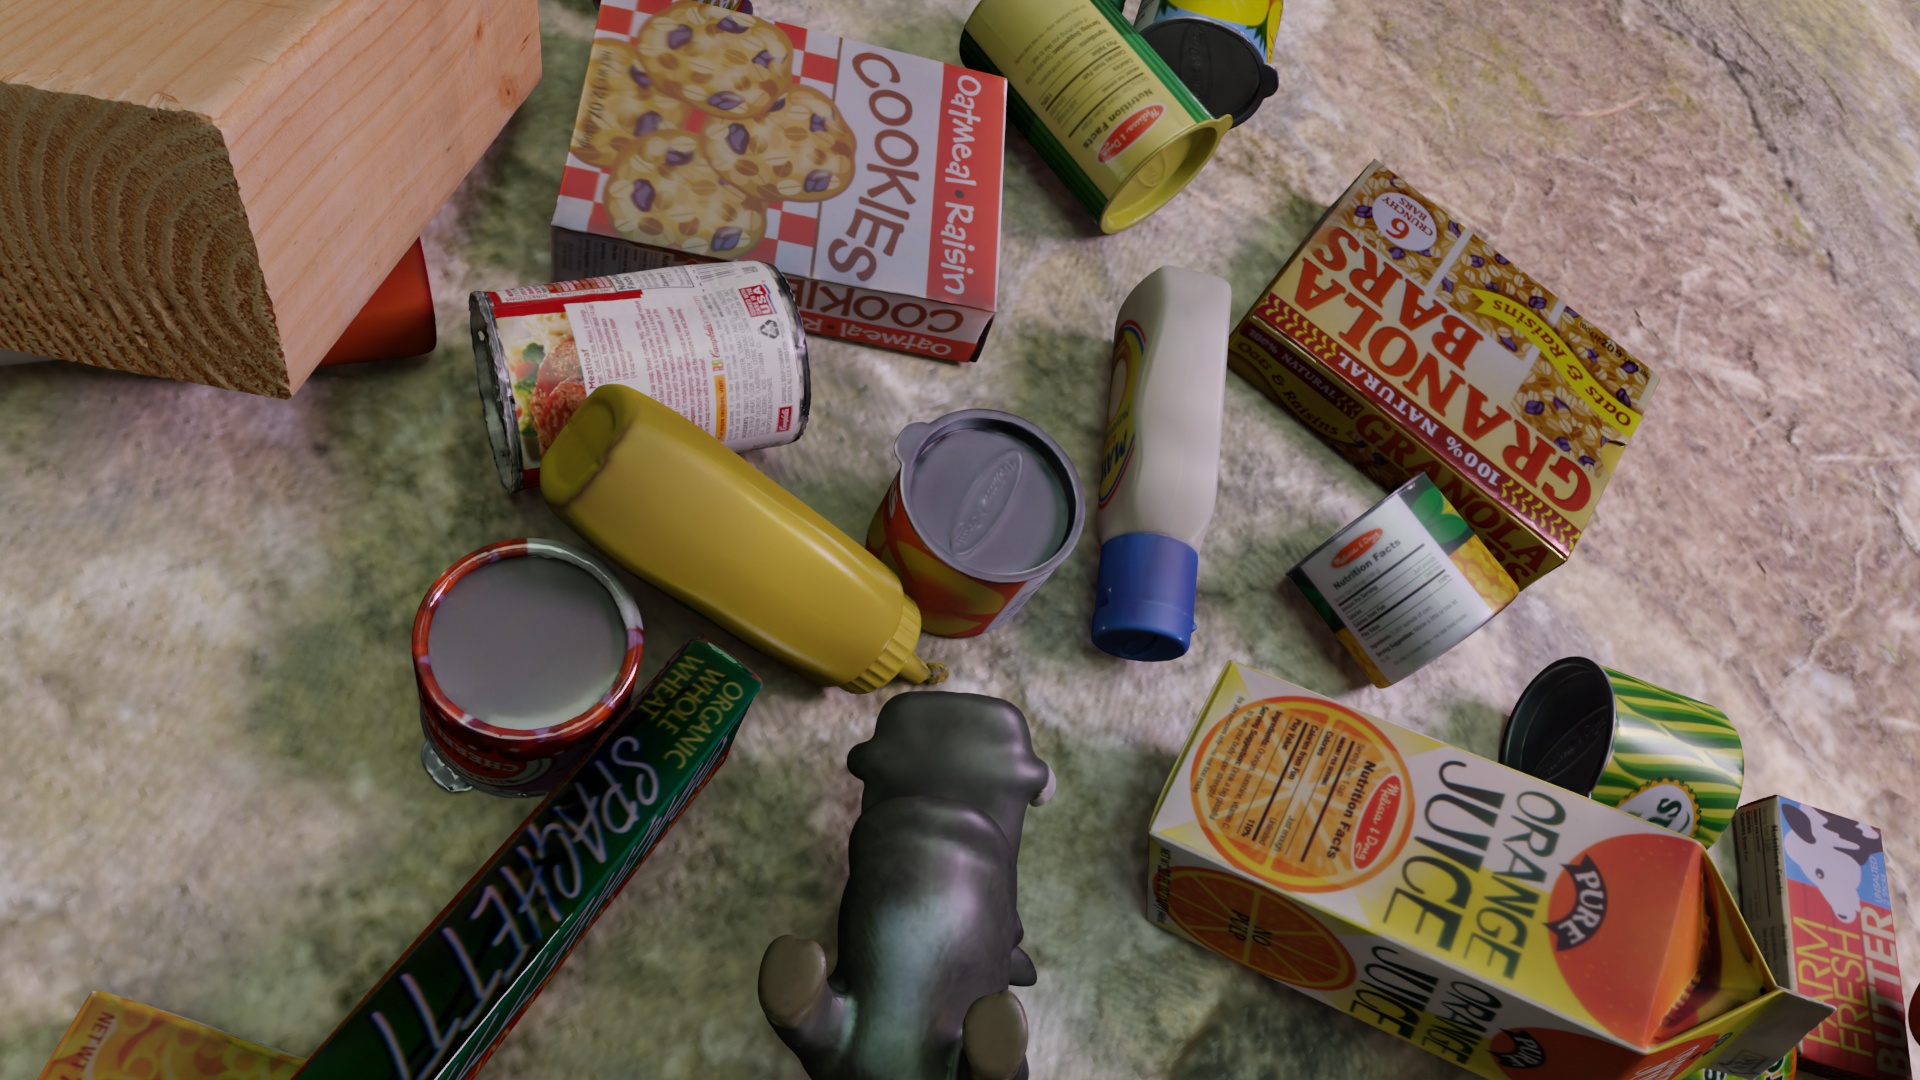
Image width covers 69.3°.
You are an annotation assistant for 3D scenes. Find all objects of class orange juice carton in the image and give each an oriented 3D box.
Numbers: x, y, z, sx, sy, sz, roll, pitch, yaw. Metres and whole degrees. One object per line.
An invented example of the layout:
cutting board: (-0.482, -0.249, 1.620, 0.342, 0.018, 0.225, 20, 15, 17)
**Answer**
orange juice carton: (0.160, 0.117, 0.440, 0.193, 0.071, 0.073, 21, 58, 21)

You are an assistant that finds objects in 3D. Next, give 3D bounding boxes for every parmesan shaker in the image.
parmesan shaker: (0.057, -0.195, 0.600, 0.071, 0.071, 0.103, -31, 77, -28)

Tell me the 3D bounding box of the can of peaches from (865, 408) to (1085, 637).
can of peaches: (0.002, -0.006, 0.497, 0.071, 0.057, 0.071, 7, 64, -14)

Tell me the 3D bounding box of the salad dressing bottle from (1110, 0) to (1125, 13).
salad dressing bottle: (0.078, -0.310, 0.671, 0.044, 0.064, 0.148, 15, 68, 10)

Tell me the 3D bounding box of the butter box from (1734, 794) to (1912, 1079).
butter box: (0.339, 0.158, 0.547, 0.053, 0.024, 0.104, 18, 61, -9)

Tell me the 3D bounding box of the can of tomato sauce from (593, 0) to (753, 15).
can of tomato sauce: (-0.114, -0.255, 0.565, 0.071, 0.082, 0.071, 7, 63, -14)

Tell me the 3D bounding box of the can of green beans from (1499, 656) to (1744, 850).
can of green beans: (0.251, 0.085, 0.530, 0.058, 0.071, 0.071, 20, 61, -9)

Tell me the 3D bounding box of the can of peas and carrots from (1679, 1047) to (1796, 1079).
can of peas and carrots: (0.243, 0.175, 0.481, 0.059, 0.070, 0.071, -12, 70, -23)

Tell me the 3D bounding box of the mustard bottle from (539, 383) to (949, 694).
mustard bottle: (-0.060, 0.012, 0.454, 0.160, 0.065, 0.049, 38, 91, -31)

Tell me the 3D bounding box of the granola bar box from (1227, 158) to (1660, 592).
granola bar box: (0.213, -0.076, 0.611, 0.165, 0.039, 0.125, 38, 60, 3)

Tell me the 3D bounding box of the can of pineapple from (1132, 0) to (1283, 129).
can of pineapple: (0.113, -0.230, 0.637, 0.071, 0.070, 0.058, 21, 61, -7)

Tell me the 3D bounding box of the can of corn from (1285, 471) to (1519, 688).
can of corn: (0.172, 0.015, 0.539, 0.071, 0.071, 0.058, -31, 78, -28)

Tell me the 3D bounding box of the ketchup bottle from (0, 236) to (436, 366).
ketchup bottle: (-0.255, -0.083, 0.458, 0.149, 0.043, 0.065, -11, 60, -22)

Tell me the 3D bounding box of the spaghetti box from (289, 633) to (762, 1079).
spaghetti box: (-0.131, 0.118, 0.360, 0.029, 0.050, 0.251, 33, 43, 3)

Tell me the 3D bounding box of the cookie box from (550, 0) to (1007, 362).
cookie box: (-0.067, -0.145, 0.553, 0.167, 0.040, 0.123, 9, 63, -13)

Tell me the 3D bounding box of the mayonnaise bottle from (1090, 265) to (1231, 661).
mayonnaise bottle: (0.075, -0.029, 0.532, 0.041, 0.064, 0.148, 13, 66, -8)

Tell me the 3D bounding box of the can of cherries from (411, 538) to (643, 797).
can of cherries: (-0.135, 0.042, 0.429, 0.071, 0.058, 0.072, 8, 63, -15)

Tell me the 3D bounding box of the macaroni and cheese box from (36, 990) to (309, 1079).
macaroni and cheese box: (-0.168, 0.203, 0.350, 0.166, 0.040, 0.124, 22, 60, -6)
